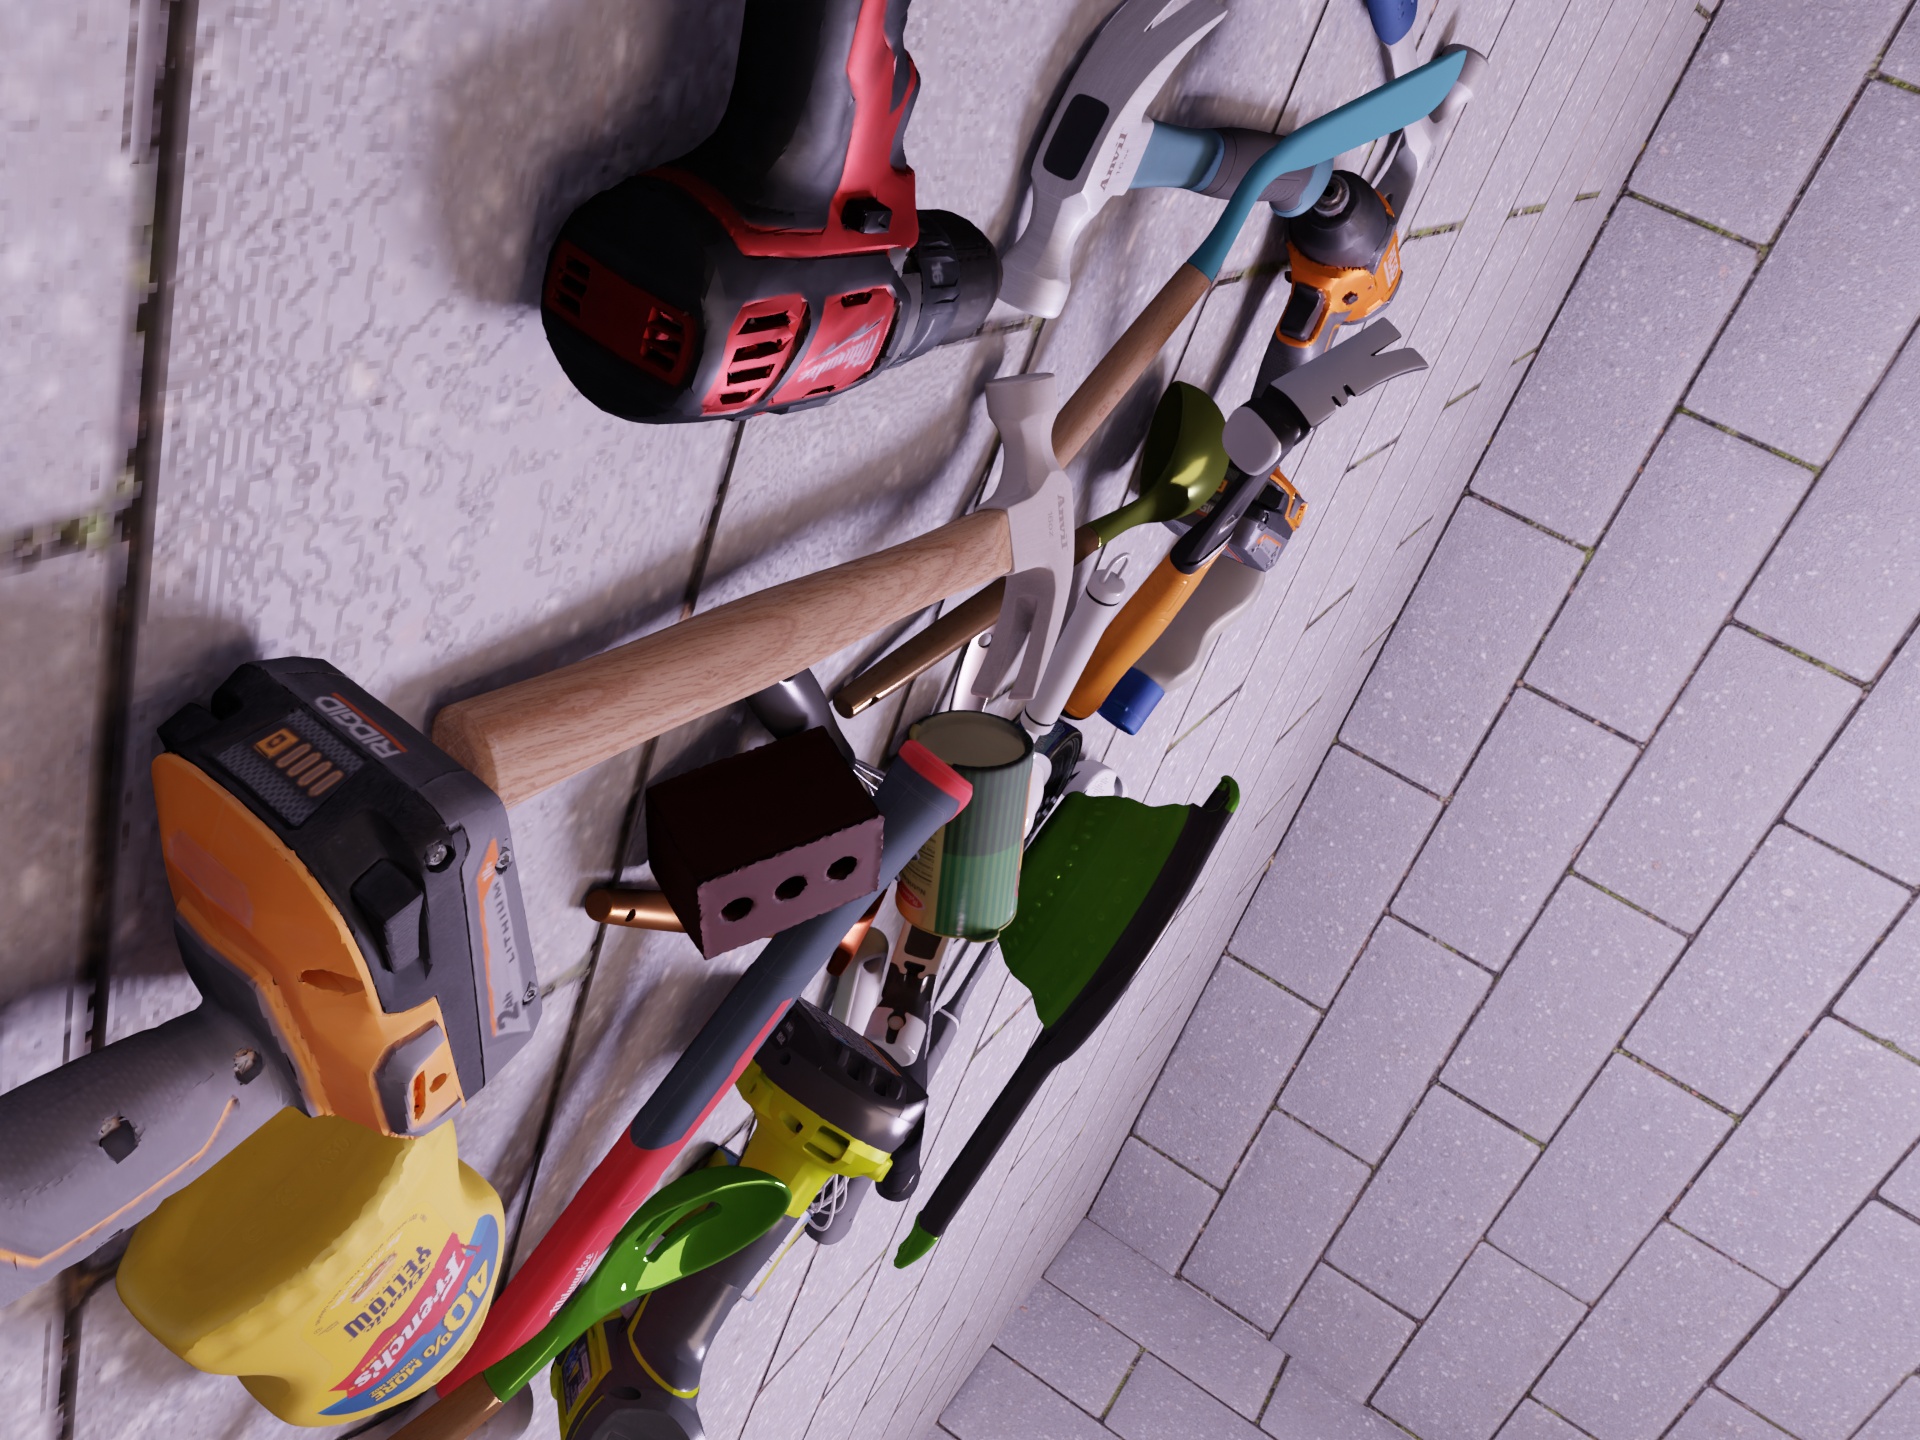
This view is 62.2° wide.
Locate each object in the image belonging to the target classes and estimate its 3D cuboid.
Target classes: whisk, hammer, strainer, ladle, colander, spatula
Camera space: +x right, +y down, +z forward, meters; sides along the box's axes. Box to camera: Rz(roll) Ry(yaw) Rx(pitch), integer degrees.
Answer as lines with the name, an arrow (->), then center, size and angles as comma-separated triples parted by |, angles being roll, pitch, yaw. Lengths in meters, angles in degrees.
whisk -> -0.076, 0.221, 0.971 | 0.057, 0.059, 0.246 | -8, 129, -30
whisk -> -0.059, 0.020, 0.688 | 0.055, 0.055, 0.238 | -55, 158, -15
hammer -> -0.050, -0.037, 0.580 | 0.331, 0.031, 0.130 | -30, 118, -49
strainer -> 0.040, 0.006, 0.877 | 0.087, 0.050, 0.258 | -10, 142, -33
hammer -> -0.129, 0.168, 0.665 | 0.386, 0.038, 0.143 | -53, 162, 3
ladle -> 0.040, -0.089, 0.808 | 0.320, 0.062, 0.078 | -37, 158, -37
colander -> 0.037, 0.182, 1.054 | 0.397, 0.094, 0.204 | -57, 177, 7
hammer -> 0.129, -0.090, 0.885 | 0.127, 0.034, 0.336 | -34, 169, -30
hammer -> -0.031, 0.222, 1.026 | 0.334, 0.035, 0.146 | 97, 11, -51
spatula -> -0.091, 0.090, 0.749 | 0.081, 0.041, 0.322 | -62, 159, 1
spatula -> 0.098, -0.174, 0.714 | 0.317, 0.044, 0.082 | -50, 177, 9
hammer -> 0.243, -0.380, 0.888 | 0.144, 0.035, 0.405 | -63, 163, 9
hammer -> 0.115, -0.257, 0.735 | 0.331, 0.033, 0.128 | -30, 147, -59
hammer -> 0.000, 0.206, 1.175 | 0.409, 0.036, 0.149 | -59, 162, 0

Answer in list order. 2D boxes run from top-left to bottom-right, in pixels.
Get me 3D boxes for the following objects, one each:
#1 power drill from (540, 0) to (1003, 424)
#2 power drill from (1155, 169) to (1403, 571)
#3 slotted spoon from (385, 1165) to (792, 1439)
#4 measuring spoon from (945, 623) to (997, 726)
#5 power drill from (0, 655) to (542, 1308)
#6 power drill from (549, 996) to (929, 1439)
power drill -> -0.011, -0.188, 0.422 | 0.188, 0.080, 0.226 | -31, 150, -57
power drill -> 0.194, -0.214, 0.956 | 0.226, 0.084, 0.164 | -65, 162, 5
slotted spoon -> -0.199, 0.267, 0.598 | 0.314, 0.031, 0.070 | -36, 147, -17
measuring spoon -> -0.001, -0.003, 0.856 | 0.034, 0.018, 0.124 | 6, 115, -25
power drill -> -0.201, 0.078, 0.326 | 0.226, 0.084, 0.185 | -42, 154, -35
power drill -> -0.119, 0.246, 0.776 | 0.223, 0.080, 0.171 | -56, -165, -7
